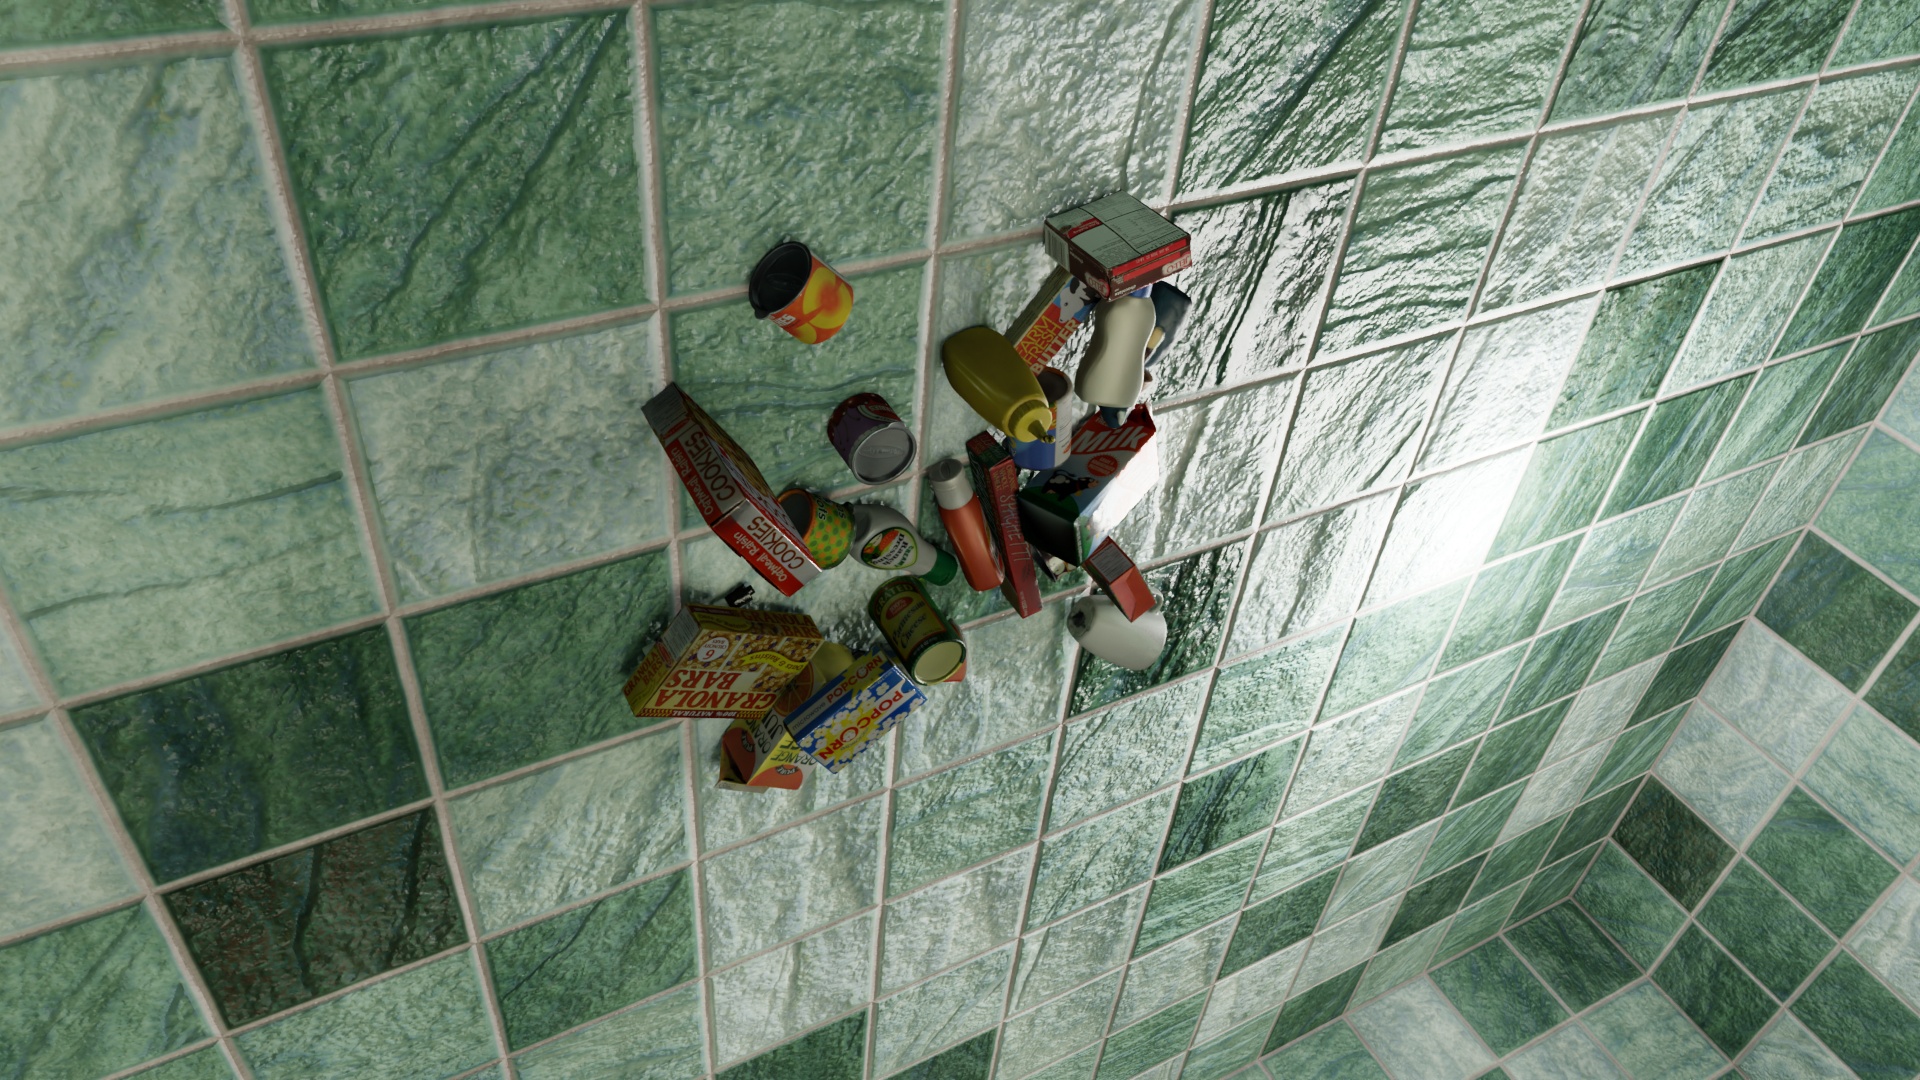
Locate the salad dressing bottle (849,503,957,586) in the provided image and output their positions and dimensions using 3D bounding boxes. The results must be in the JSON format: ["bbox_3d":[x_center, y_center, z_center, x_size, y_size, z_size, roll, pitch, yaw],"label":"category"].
[{"bbox_3d":[-0.059,0.008,1.408,0.064,0.044,0.147,-47,140,13],"label":"salad dressing bottle"}]

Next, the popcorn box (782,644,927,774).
[{"bbox_3d":[-0.107,0.174,1.419,0.127,0.038,0.085,-39,140,-2],"label":"popcorn box"}]

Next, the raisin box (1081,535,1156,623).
[{"bbox_3d":[0.155,0.022,1.521,0.040,0.124,0.086,-38,140,-1],"label":"raisin box"}]

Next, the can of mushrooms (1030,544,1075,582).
[{"bbox_3d":[0.096,0.010,1.508,0.033,0.071,0.070,-35,141,-5],"label":"can of mushrooms"}]

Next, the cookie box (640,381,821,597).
[{"bbox_3d":[-0.192,-0.042,1.161,0.040,0.168,0.122,-39,140,2],"label":"cookie box"}]

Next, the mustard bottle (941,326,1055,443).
[{"bbox_3d":[0.041,-0.132,1.257,0.065,0.161,0.048,-23,140,-16],"label":"mustard bottle"}]

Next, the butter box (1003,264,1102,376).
[{"bbox_3d":[0.085,-0.210,1.323,0.053,0.024,0.103,24,111,-47],"label":"butter box"}]

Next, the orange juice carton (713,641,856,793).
[{"bbox_3d":[-0.184,0.199,1.474,0.072,0.073,0.192,19,115,-46],"label":"orange juice carton"}]

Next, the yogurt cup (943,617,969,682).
[{"bbox_3d":[-0.027,0.126,1.533,0.054,0.073,0.072,-8,132,-21],"label":"yogurt cup"}]

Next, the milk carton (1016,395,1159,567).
[{"bbox_3d":[0.146,-0.069,1.442,0.191,0.073,0.072,-45,145,-28],"label":"milk carton"}]

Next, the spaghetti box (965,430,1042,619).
[{"bbox_3d":[0.048,-0.012,1.466,0.029,0.050,0.248,-29,140,-12],"label":"spaghetti box"}]

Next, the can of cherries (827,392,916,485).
[{"bbox_3d":[-0.081,-0.096,1.281,0.072,0.058,0.071,-20,137,-20],"label":"can of cherries"}]

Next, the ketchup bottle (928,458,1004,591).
[{"bbox_3d":[0.005,-0.018,1.422,0.043,0.065,0.148,-19,131,4],"label":"ketchup bottle"}]

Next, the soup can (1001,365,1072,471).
[{"bbox_3d":[0.075,-0.121,1.370,0.071,0.071,0.083,-22,137,-19],"label":"soup can"}]

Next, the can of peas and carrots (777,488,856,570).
[{"bbox_3d":[-0.140,-0.013,1.310,0.058,0.071,0.070,22,113,-46],"label":"can of peas and carrots"}]

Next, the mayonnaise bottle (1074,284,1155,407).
[{"bbox_3d":[0.154,-0.202,1.323,0.065,0.041,0.147,4,115,-19],"label":"mayonnaise bottle"}]

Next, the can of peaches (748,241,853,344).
[{"bbox_3d":[-0.131,-0.199,1.136,0.071,0.071,0.058,-46,141,10],"label":"can of peaches"}]

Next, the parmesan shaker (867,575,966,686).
[{"bbox_3d":[-0.043,0.092,1.455,0.071,0.103,0.071,-21,137,-20],"label":"parmesan shaker"}]

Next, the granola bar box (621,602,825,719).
[{"bbox_3d":[-0.231,0.123,1.370,0.166,0.039,0.123,10,126,-51],"label":"granola bar box"}]

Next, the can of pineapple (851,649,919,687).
[{"bbox_3d":[-0.087,0.151,1.510,0.058,0.071,0.070,3,126,-39],"label":"can of pineapple"}]
